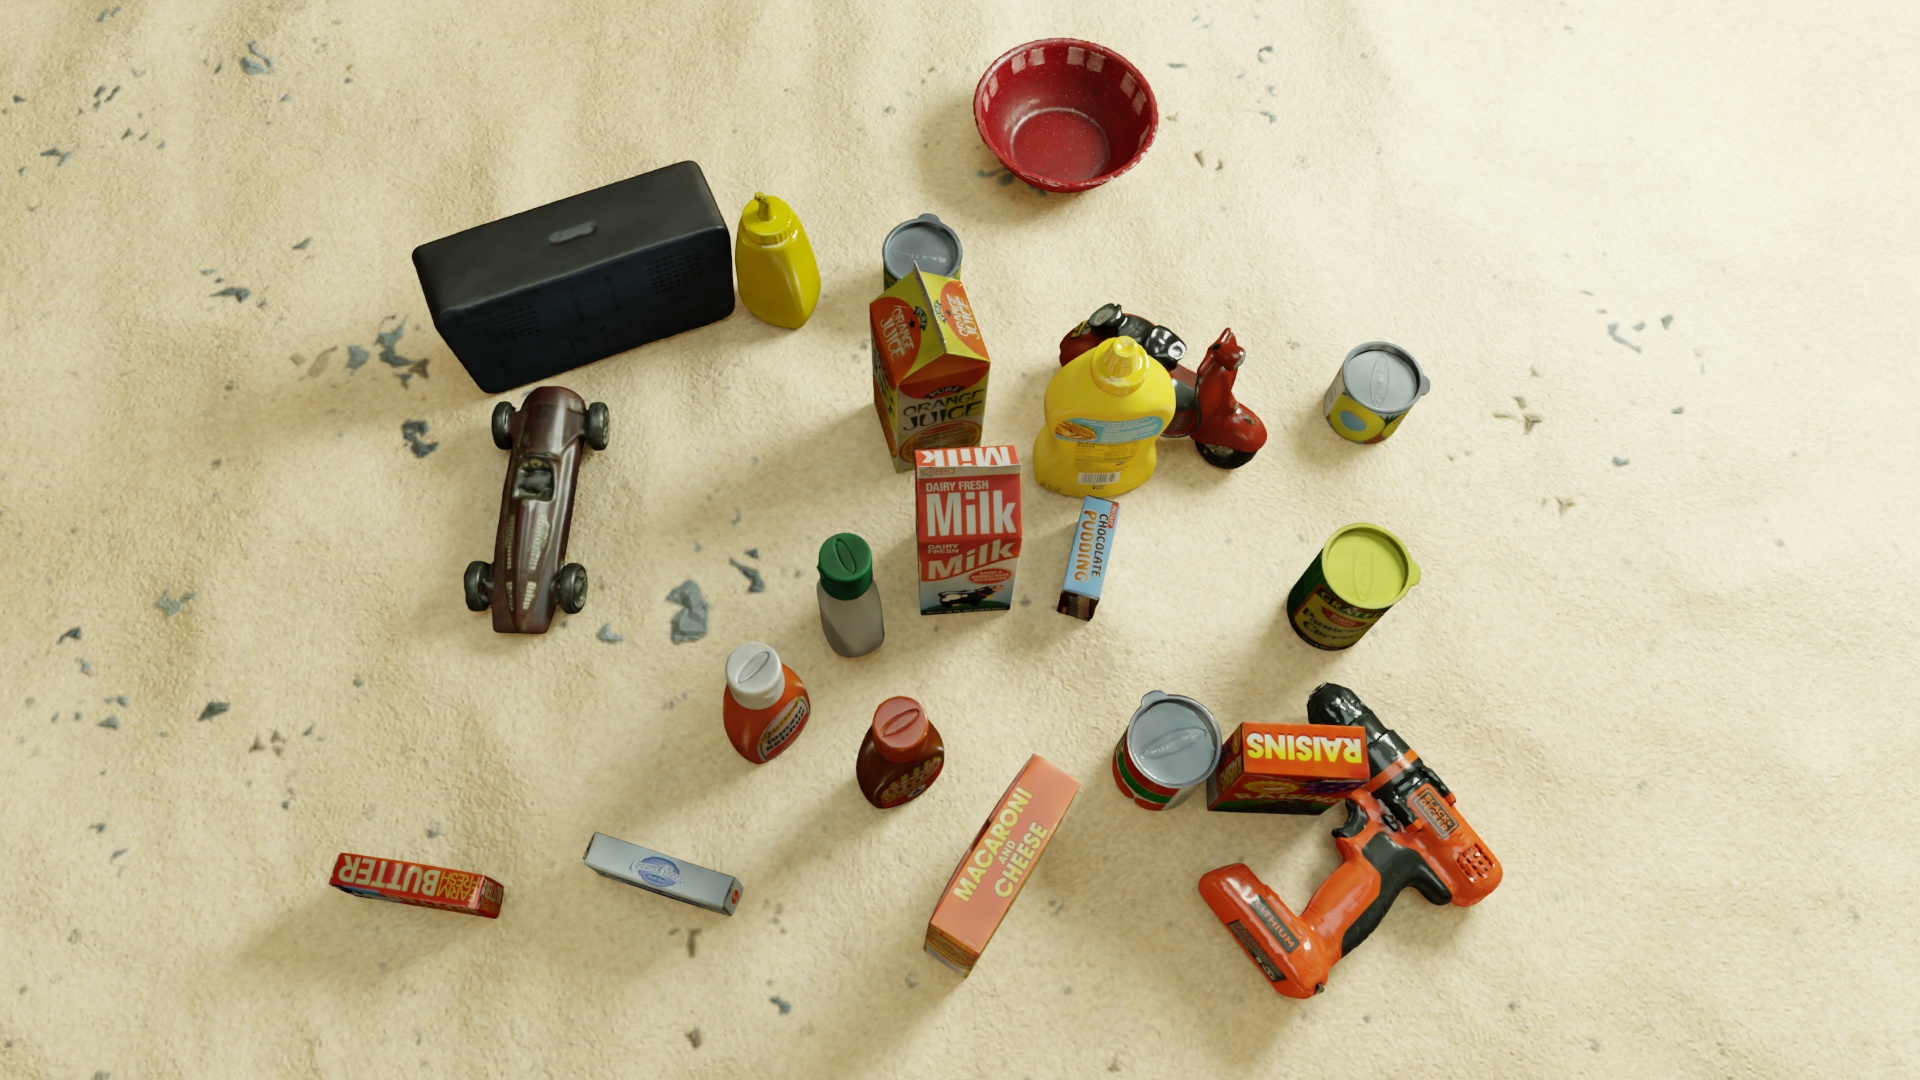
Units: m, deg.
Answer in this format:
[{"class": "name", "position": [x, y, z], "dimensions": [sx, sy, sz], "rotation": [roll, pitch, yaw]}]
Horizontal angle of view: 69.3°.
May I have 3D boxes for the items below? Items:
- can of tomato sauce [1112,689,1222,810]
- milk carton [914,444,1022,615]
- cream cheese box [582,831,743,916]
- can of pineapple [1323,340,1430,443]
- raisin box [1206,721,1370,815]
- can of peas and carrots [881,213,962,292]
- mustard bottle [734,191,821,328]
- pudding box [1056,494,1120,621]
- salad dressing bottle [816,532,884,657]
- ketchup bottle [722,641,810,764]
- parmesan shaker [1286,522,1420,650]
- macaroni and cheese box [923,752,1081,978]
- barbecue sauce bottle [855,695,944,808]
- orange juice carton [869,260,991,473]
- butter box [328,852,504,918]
[{"class": "can of tomato sauce", "position": [0.144, 0.151, 0.991], "dimensions": [0.071, 0.082, 0.071], "rotation": [1, 67, -2]}, {"class": "milk carton", "position": [0.004, -0.013, 0.997], "dimensions": [0.072, 0.189, 0.074], "rotation": [-3, 68, -3]}, {"class": "cream cheese box", "position": [-0.204, 0.231, 0.959], "dimensions": [0.104, 0.053, 0.024], "rotation": [17, 68, 5]}, {"class": "can of pineapple", "position": [0.336, -0.118, 1.128], "dimensions": [0.071, 0.057, 0.071], "rotation": [1, 67, -2]}, {"class": "raisin box", "position": [0.225, 0.161, 0.969], "dimensions": [0.086, 0.123, 0.040], "rotation": [3, 67, -1]}, {"class": "can of peas and carrots", "position": [-0.032, -0.227, 1.158], "dimensions": [0.071, 0.058, 0.071], "rotation": [1, 67, -2]}, {"class": "mustard bottle", "position": [-0.147, -0.228, 1.099], "dimensions": [0.065, 0.159, 0.049], "rotation": [18, 68, 5]}, {"class": "pudding box", "position": [0.099, 0.014, 1.066], "dimensions": [0.030, 0.049, 0.084], "rotation": [14, 67, 4]}, {"class": "salad dressing bottle", "position": [-0.080, 0.039, 0.995], "dimensions": [0.044, 0.147, 0.064], "rotation": [-23, 70, -11]}, {"class": "ketchup bottle", "position": [-0.137, 0.109, 0.962], "dimensions": [0.043, 0.148, 0.065], "rotation": [39, 71, 13]}, {"class": "parmesan shaker", "position": [0.291, 0.038, 1.035], "dimensions": [0.071, 0.102, 0.071], "rotation": [1, 67, -2]}, {"class": "macaroni and cheese box", "position": [0.024, 0.218, 0.913], "dimensions": [0.040, 0.165, 0.124], "rotation": [31, 69, 10]}, {"class": "barbecue sauce bottle", "position": [-0.041, 0.143, 0.952], "dimensions": [0.065, 0.148, 0.044], "rotation": [-30, 72, -14]}, {"class": "orange juice carton", "position": [-0.024, -0.129, 1.044], "dimensions": [0.073, 0.192, 0.072], "rotation": [-15, 69, -8]}, {"class": "butter box", "position": [-0.370, 0.236, 0.950], "dimensions": [0.103, 0.053, 0.024], "rotation": [9, 67, 1]}]
